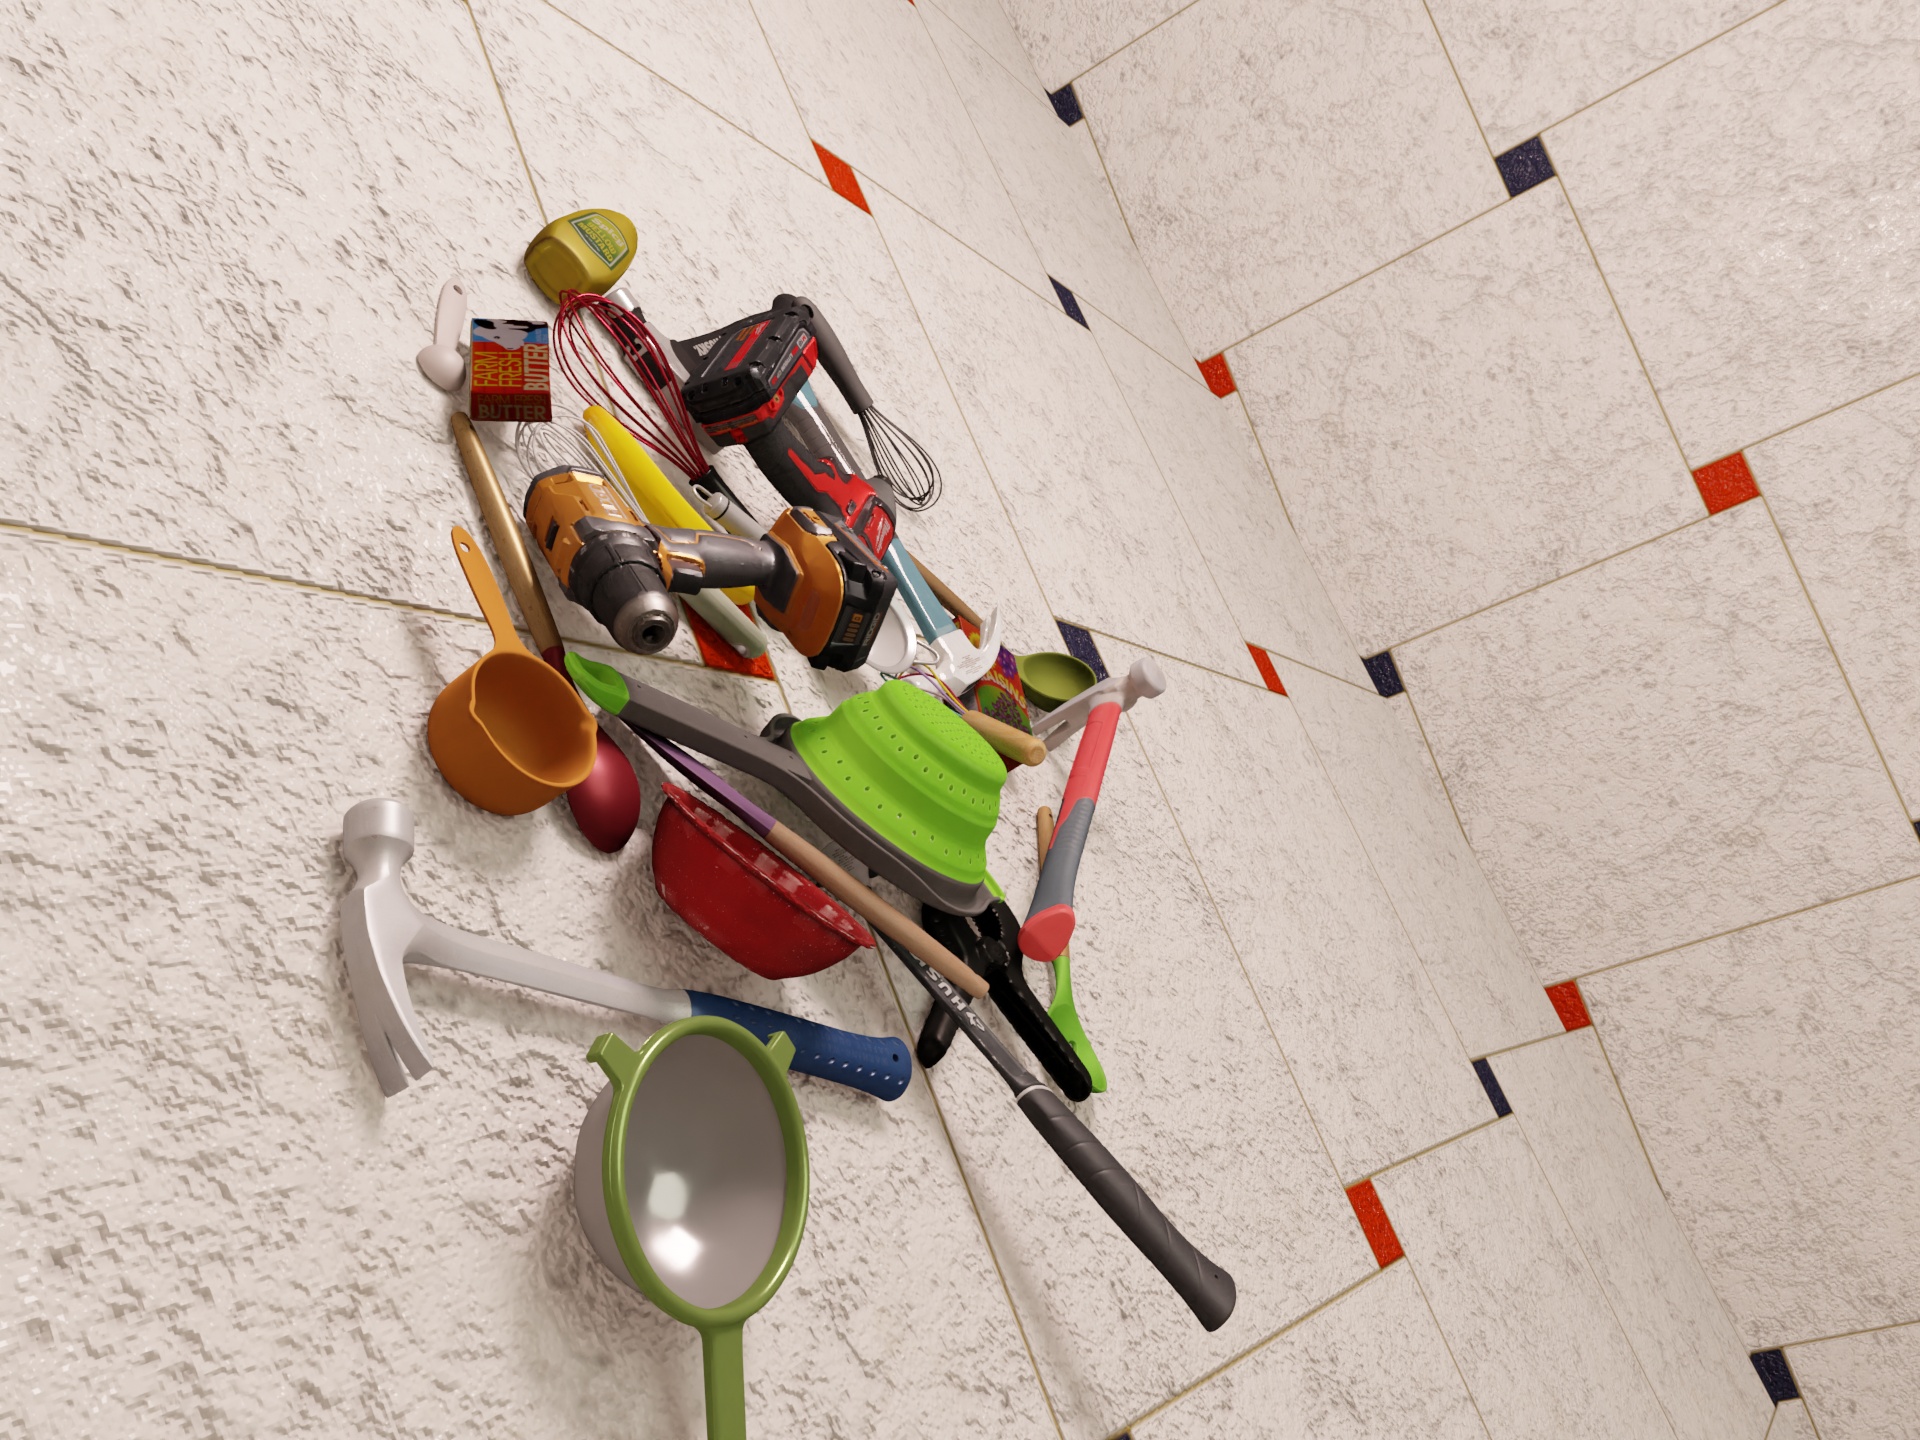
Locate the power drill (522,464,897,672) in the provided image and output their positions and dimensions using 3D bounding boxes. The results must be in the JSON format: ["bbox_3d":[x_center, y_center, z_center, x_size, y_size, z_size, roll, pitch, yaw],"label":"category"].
[{"bbox_3d":[-0.156,-0.090,1.037,0.226,0.084,0.186,8,27,-35],"label":"power drill"}]

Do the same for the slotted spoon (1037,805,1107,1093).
[{"bbox_3d":[0.083,0.185,1.342,0.070,0.031,0.314,42,27,-32],"label":"slotted spoon"}]

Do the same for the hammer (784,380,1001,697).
[{"bbox_3d":[-0.074,-0.167,1.416,0.128,0.033,0.331,-22,75,-38],"label":"hammer"}]

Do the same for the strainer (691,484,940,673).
[{"bbox_3d":[-0.116,-0.106,1.239,0.258,0.050,0.087,39,40,-37],"label":"strainer"}]

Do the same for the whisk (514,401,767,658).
[{"bbox_3d":[-0.219,-0.127,1.123,0.246,0.058,0.059,47,61,-32],"label":"whisk"}]

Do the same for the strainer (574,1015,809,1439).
[{"bbox_3d":[-0.141,0.280,0.793,0.151,0.069,0.256,17,64,-57],"label":"strainer"}]

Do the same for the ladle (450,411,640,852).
[{"bbox_3d":[-0.263,-0.064,0.990,0.316,0.031,0.069,64,15,18],"label":"ladle"}]

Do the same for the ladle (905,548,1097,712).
[{"bbox_3d":[0.011,-0.110,1.516,0.319,0.062,0.078,40,27,-28],"label":"ladle"}]

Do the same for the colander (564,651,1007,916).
[{"bbox_3d":[-0.086,0.010,1.071,0.396,0.094,0.205,29,15,-45],"label":"colander"}]

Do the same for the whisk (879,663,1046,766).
[{"bbox_3d":[-0.001,-0.006,1.234,0.051,0.047,0.245,57,-15,-27],"label":"whisk"}]

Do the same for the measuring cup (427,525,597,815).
[{"bbox_3d":[-0.271,-0.026,0.902,0.095,0.052,0.174,6,54,-60],"label":"measuring cup"}]

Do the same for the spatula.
[{"bbox_3d":[-0.103,0.086,1.031,0.315,0.018,0.060,39,-6,-13],"label":"spatula"}]

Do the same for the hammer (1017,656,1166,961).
[{"bbox_3d":[0.089,0.079,1.369,0.038,0.143,0.387,49,31,-16],"label":"hammer"}]

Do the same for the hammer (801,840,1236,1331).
[{"bbox_3d":[0.036,0.238,1.067,0.409,0.036,0.149,47,22,11],"label":"hammer"}]

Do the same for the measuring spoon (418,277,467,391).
[{"bbox_3d":[-0.345,-0.269,1.083,0.034,0.018,0.124,37,31,-38],"label":"measuring spoon"}]

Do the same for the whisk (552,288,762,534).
[{"bbox_3d":[-0.210,-0.203,1.213,0.295,0.073,0.073,53,24,-24],"label":"whisk"}]

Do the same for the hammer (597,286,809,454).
[{"bbox_3d":[-0.198,-0.332,1.410,0.146,0.035,0.335,53,25,-8],"label":"hammer"}]

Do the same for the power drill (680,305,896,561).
[{"bbox_3d":[-0.124,-0.216,1.300,0.219,0.078,0.143,59,38,-33],"label":"power drill"}]

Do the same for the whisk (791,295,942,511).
[{"bbox_3d":[-0.091,-0.303,1.526,0.238,0.055,0.055,56,23,-23],"label":"whisk"}]

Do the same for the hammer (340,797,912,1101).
[{"bbox_3d":[-0.165,0.167,0.892,0.405,0.035,0.144,29,37,-46],"label":"hammer"}]
